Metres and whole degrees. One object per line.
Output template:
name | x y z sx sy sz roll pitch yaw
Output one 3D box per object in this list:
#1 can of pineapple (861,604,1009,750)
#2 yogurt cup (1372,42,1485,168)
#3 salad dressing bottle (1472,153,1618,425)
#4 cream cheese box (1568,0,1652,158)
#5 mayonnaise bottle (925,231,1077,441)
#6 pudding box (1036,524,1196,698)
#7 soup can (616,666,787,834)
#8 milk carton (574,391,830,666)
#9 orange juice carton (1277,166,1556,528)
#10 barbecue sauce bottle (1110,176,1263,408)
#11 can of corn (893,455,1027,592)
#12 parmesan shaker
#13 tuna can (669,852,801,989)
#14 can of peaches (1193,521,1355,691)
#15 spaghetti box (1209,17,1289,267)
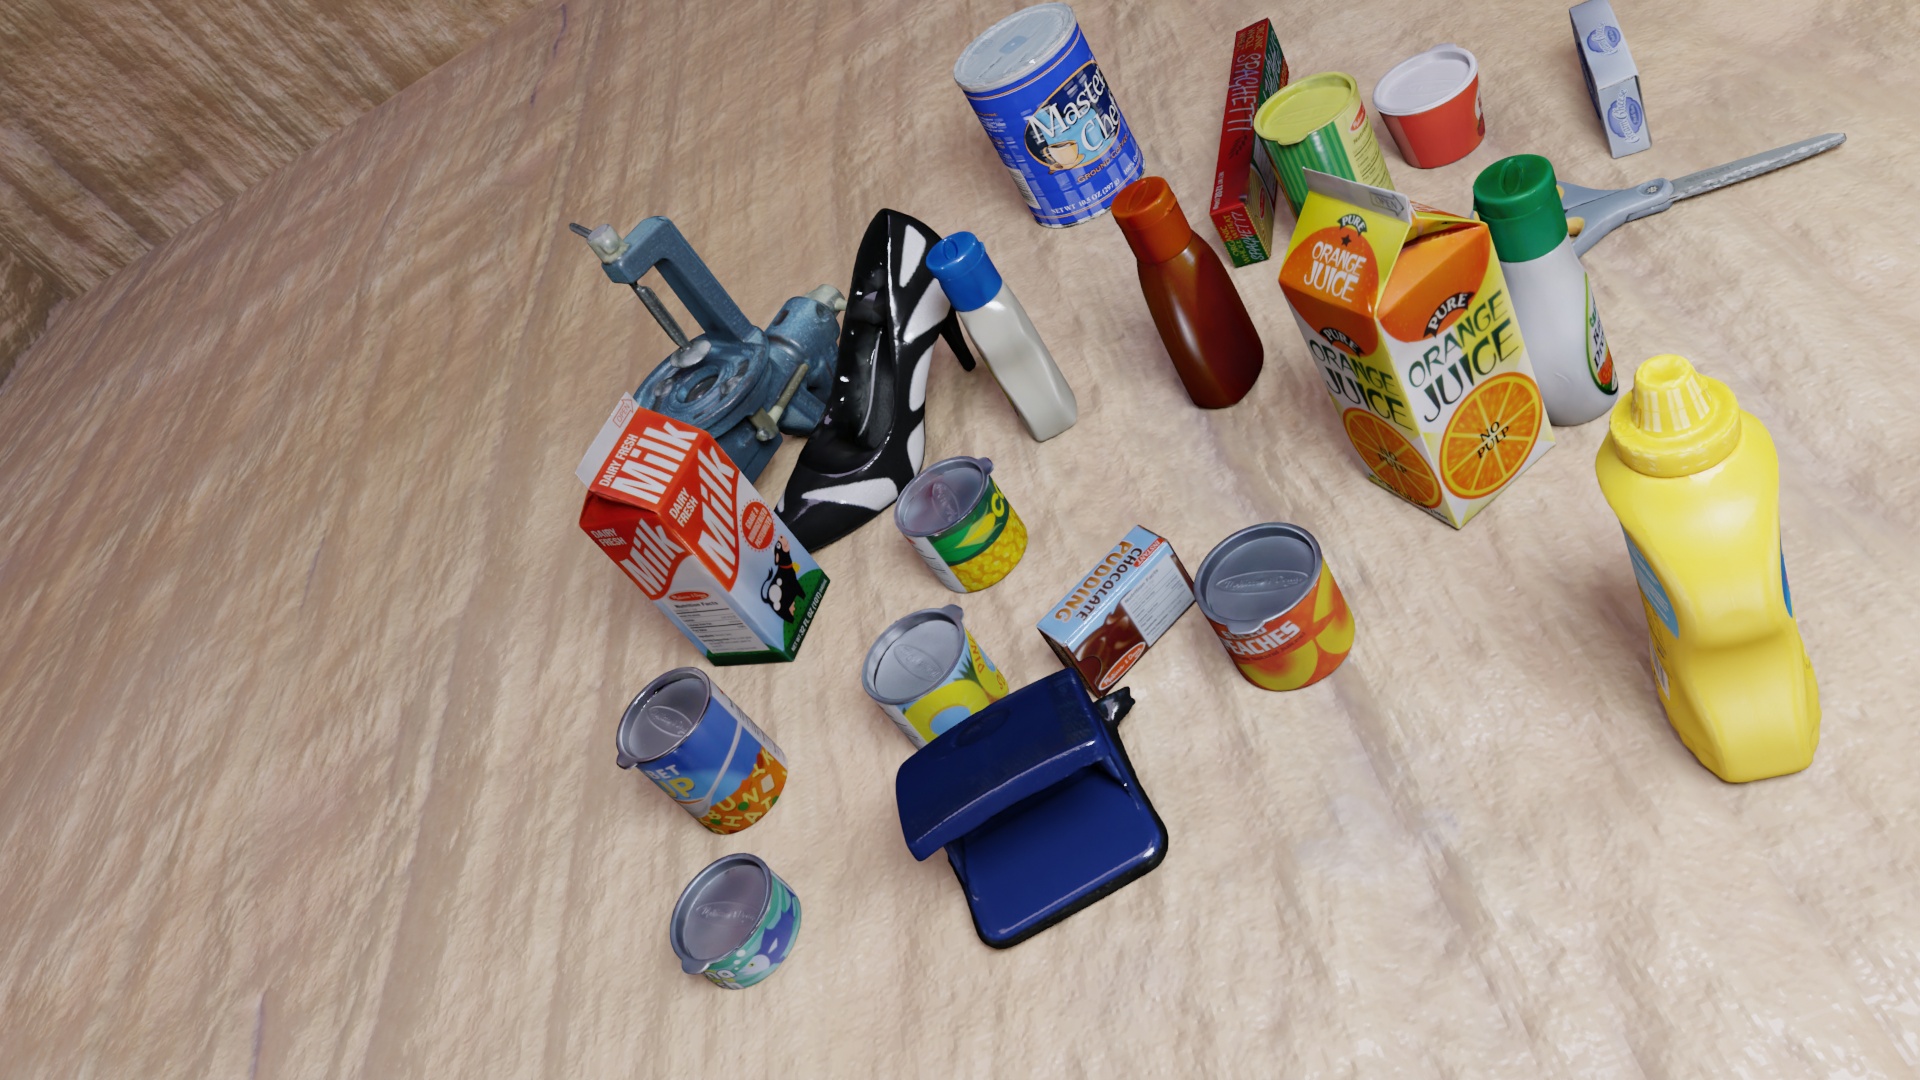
can of pineapple | -0.012 0.080 0.786 0.071 0.057 0.071 -21 40 19
yogurt cup | 0.316 -0.286 0.926 0.072 0.053 0.073 -21 40 19
salad dressing bottle | 0.292 -0.123 0.693 0.044 0.147 0.064 -8 45 32
cream cheese box | 0.403 -0.288 0.862 0.024 0.053 0.104 -16 42 25
mayonnaise bottle | 0.028 -0.135 0.910 0.041 0.147 0.065 -29 38 10
pudding box | 0.087 0.038 0.761 0.084 0.049 0.030 -45 38 -11
soup can | -0.154 0.128 0.824 0.071 0.083 0.072 -21 40 19
milk carton | -0.172 -0.004 0.890 0.073 0.190 0.073 -7 46 33
orange juice carton | 0.223 -0.102 0.688 0.073 0.192 0.072 -40 37 -5
barbecue sauce bottle | 0.138 -0.151 0.842 0.043 0.148 0.065 1 51 39
can of corn | 0.003 -0.011 0.871 0.071 0.058 0.071 -21 40 19
parmesan shaker | 0.237 -0.237 0.894 0.071 0.102 0.072 -21 40 19
tuna can | -0.123 0.209 0.754 0.071 0.032 0.071 -21 40 19
can of peaches | 0.159 0.036 0.701 0.071 0.058 0.071 -21 40 19
spaghetti box | 0.215 -0.297 1.020 0.028 0.050 0.251 -12 43 29
